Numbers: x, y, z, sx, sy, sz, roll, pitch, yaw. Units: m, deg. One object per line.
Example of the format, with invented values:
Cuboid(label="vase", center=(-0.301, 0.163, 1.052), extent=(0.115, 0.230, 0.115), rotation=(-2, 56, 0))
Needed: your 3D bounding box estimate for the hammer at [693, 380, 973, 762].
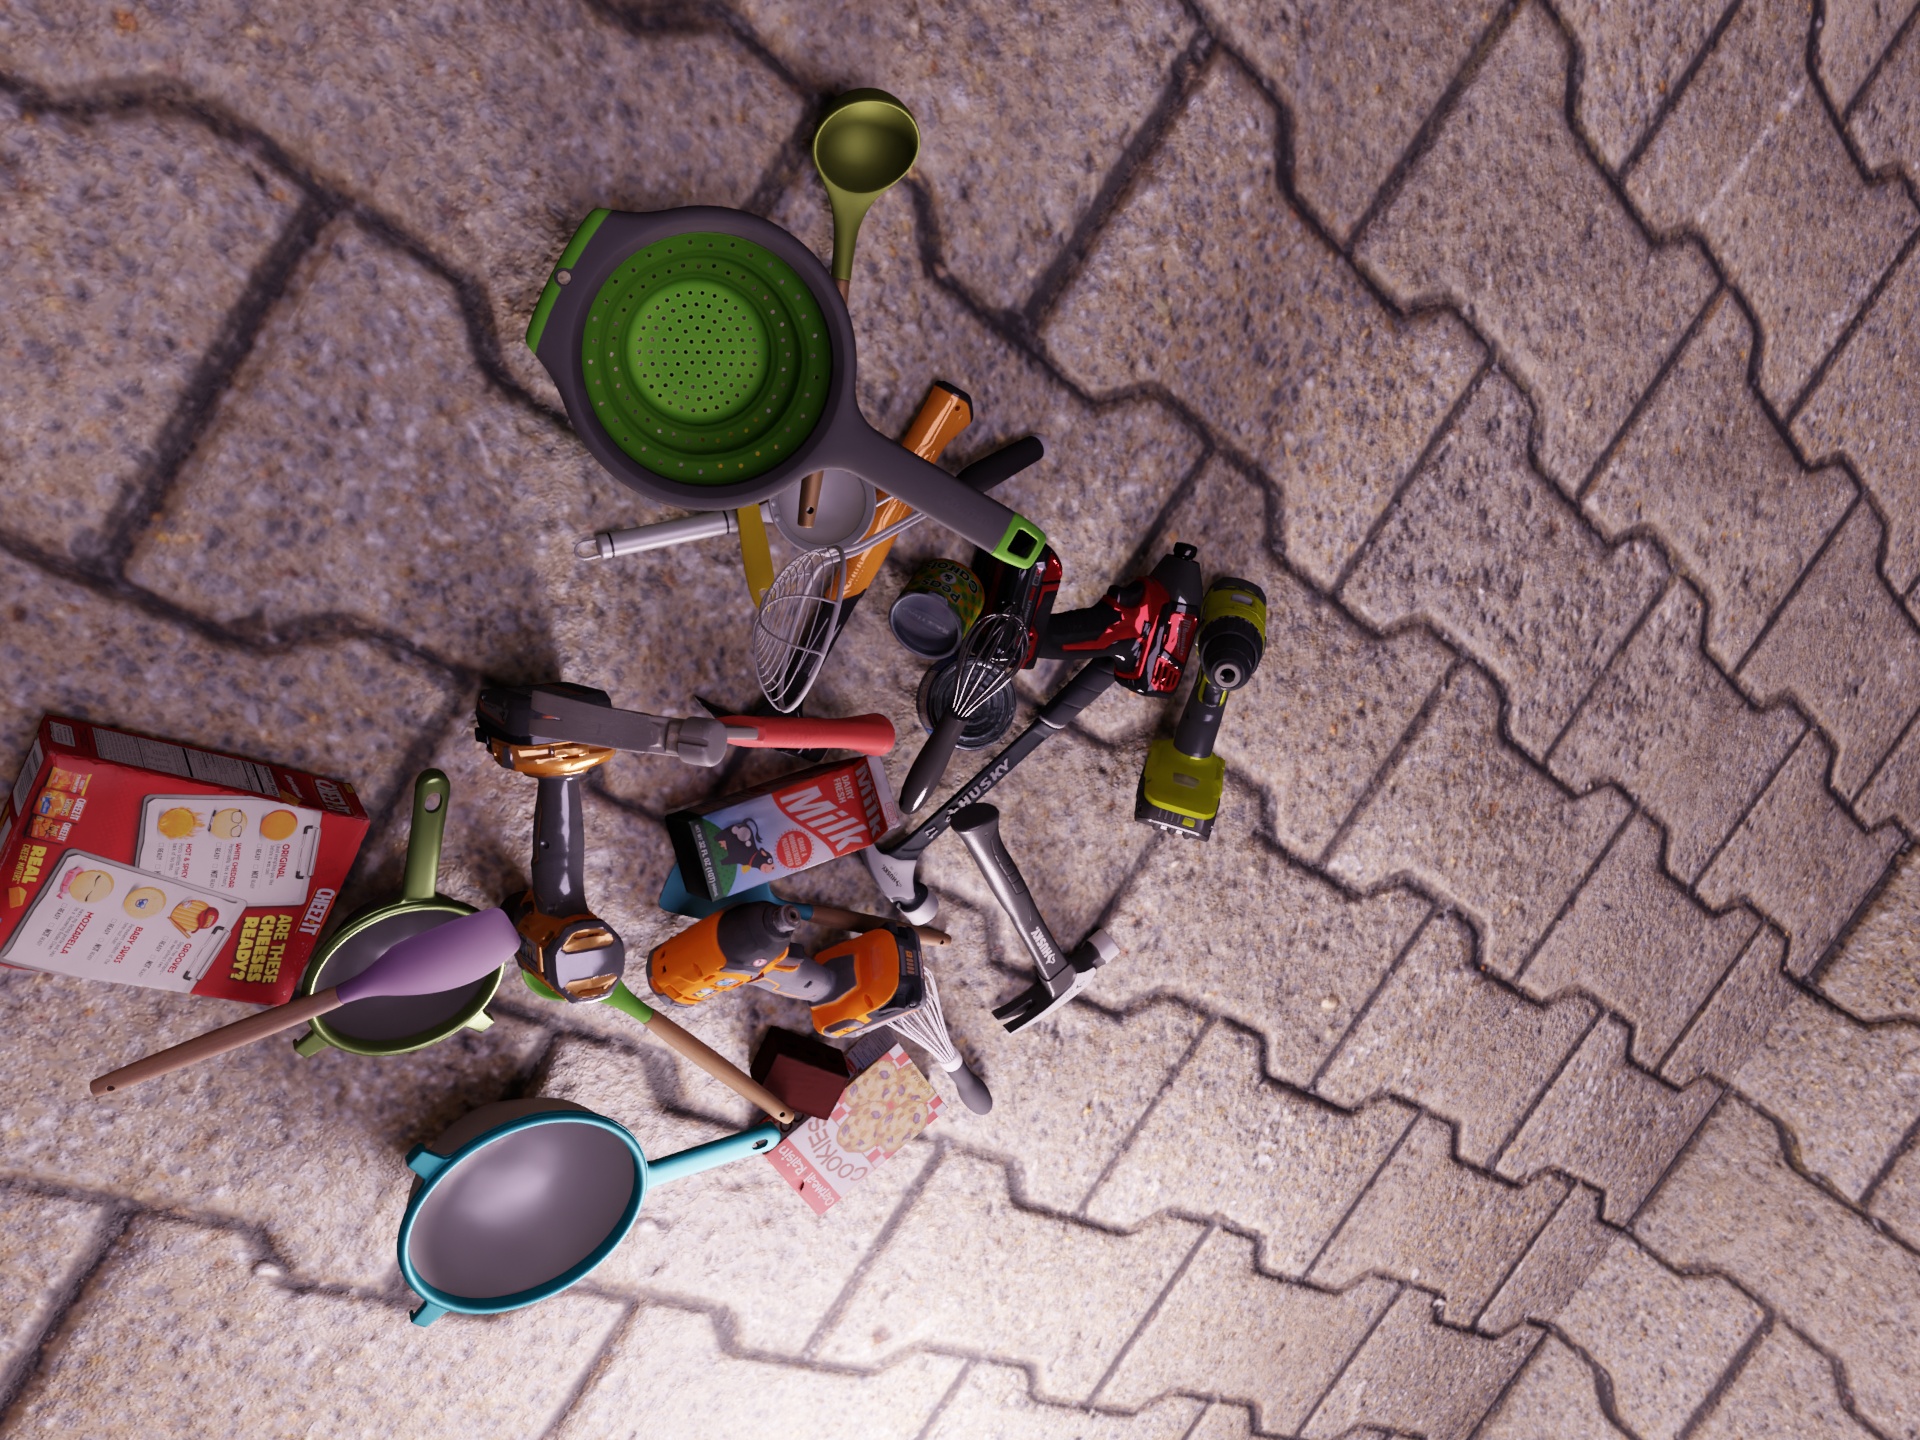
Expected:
Cuboid(label="hammer", center=(-0.090, -0.127, 1.307), extent=(0.127, 0.034, 0.337), rotation=(23, 101, -40))

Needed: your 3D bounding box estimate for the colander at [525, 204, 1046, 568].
Cuboid(label="colander", center=(-0.114, -0.221, 1.151), extent=(0.396, 0.095, 0.204), rotation=(28, 98, -21))

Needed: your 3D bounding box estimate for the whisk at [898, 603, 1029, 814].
Cuboid(label="whisk", center=(-0.001, -0.004, 1.347), extent=(0.055, 0.055, 0.238), rotation=(1, 134, -34))

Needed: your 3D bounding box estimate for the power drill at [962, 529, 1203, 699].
Cuboid(label="power drill", center=(0.118, -0.102, 1.410), extent=(0.219, 0.079, 0.143), rotation=(8, 105, -30))

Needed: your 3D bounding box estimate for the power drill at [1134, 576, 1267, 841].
Cuboid(label="power drill", center=(0.231, -0.006, 1.498), extent=(0.080, 0.191, 0.228), rotation=(16, 116, 4))

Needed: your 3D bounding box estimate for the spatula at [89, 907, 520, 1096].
Cuboid(label="spatula", center=(-0.473, 0.210, 1.153), extent=(0.316, 0.018, 0.059), rotation=(-20, 126, -5))

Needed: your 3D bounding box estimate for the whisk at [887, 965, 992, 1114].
Cuboid(label="whisk", center=(-0.023, 0.319, 1.584), extent=(0.070, 0.070, 0.284), rotation=(-38, 134, -10))

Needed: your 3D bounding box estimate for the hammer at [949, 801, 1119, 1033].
Cuboid(label="hammer", center=(0.054, 0.186, 1.539), extent=(0.146, 0.035, 0.334), rotation=(-39, 139, -10))

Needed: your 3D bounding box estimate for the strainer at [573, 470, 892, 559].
Cuboid(label="strainer", center=(-0.172, -0.158, 1.234), extent=(0.258, 0.050, 0.087), rotation=(-15, 98, -20))

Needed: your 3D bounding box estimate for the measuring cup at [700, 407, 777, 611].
Cuboid(label="measuring cup", center=(-0.158, -0.159, 1.203), extent=(0.062, 0.029, 0.156), rotation=(-10, 91, -16))

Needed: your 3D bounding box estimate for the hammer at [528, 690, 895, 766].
Cuboid(label="hammer", center=(-0.158, 0.007, 1.205), extent=(0.359, 0.149, 0.037), rotation=(2, 96, -66))

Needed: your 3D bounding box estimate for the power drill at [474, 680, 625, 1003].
Cuboid(label="power drill", center=(-0.316, 0.087, 1.210), extent=(0.084, 0.185, 0.226), rotation=(-7, 99, -30))

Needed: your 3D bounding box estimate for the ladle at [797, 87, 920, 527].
Cuboid(label="ladle", center=(-0.089, -0.298, 1.176), extent=(0.078, 0.062, 0.320), rotation=(4, 106, -22))

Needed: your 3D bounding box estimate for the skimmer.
Cuboid(label="skimmer", center=(-0.029, -0.130, 1.248), extent=(0.363, 0.090, 0.127), rotation=(-36, 173, -38))

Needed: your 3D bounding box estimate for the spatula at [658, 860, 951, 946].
Cuboid(label="spatula", center=(-0.125, 0.172, 1.455), extent=(0.317, 0.044, 0.082), rotation=(20, 102, -44))

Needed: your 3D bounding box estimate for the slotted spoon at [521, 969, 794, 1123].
Cuboid(label="slotted spoon", center=(-0.256, 0.272, 1.385), extent=(0.070, 0.031, 0.313), rotation=(-47, 119, -2))

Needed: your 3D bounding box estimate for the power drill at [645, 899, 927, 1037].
Cuboid(label="power drill", center=(-0.136, 0.211, 1.384), extent=(0.164, 0.084, 0.226), rotation=(-30, 145, 36))

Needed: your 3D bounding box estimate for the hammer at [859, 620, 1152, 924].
Cuboid(label="hammer", center=(0.067, 0.009, 1.485), extent=(0.409, 0.036, 0.149), rotation=(-43, 129, -7))

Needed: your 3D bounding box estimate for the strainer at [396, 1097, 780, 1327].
Cuboid(label="strainer", center=(-0.328, 0.384, 1.390), extent=(0.340, 0.095, 0.210), rotation=(-10, 122, -32))

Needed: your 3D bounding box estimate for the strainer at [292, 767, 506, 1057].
Cuboid(label="strainer", center=(-0.419, 0.135, 1.199), extent=(0.151, 0.069, 0.256), rotation=(-2, 122, -35))
